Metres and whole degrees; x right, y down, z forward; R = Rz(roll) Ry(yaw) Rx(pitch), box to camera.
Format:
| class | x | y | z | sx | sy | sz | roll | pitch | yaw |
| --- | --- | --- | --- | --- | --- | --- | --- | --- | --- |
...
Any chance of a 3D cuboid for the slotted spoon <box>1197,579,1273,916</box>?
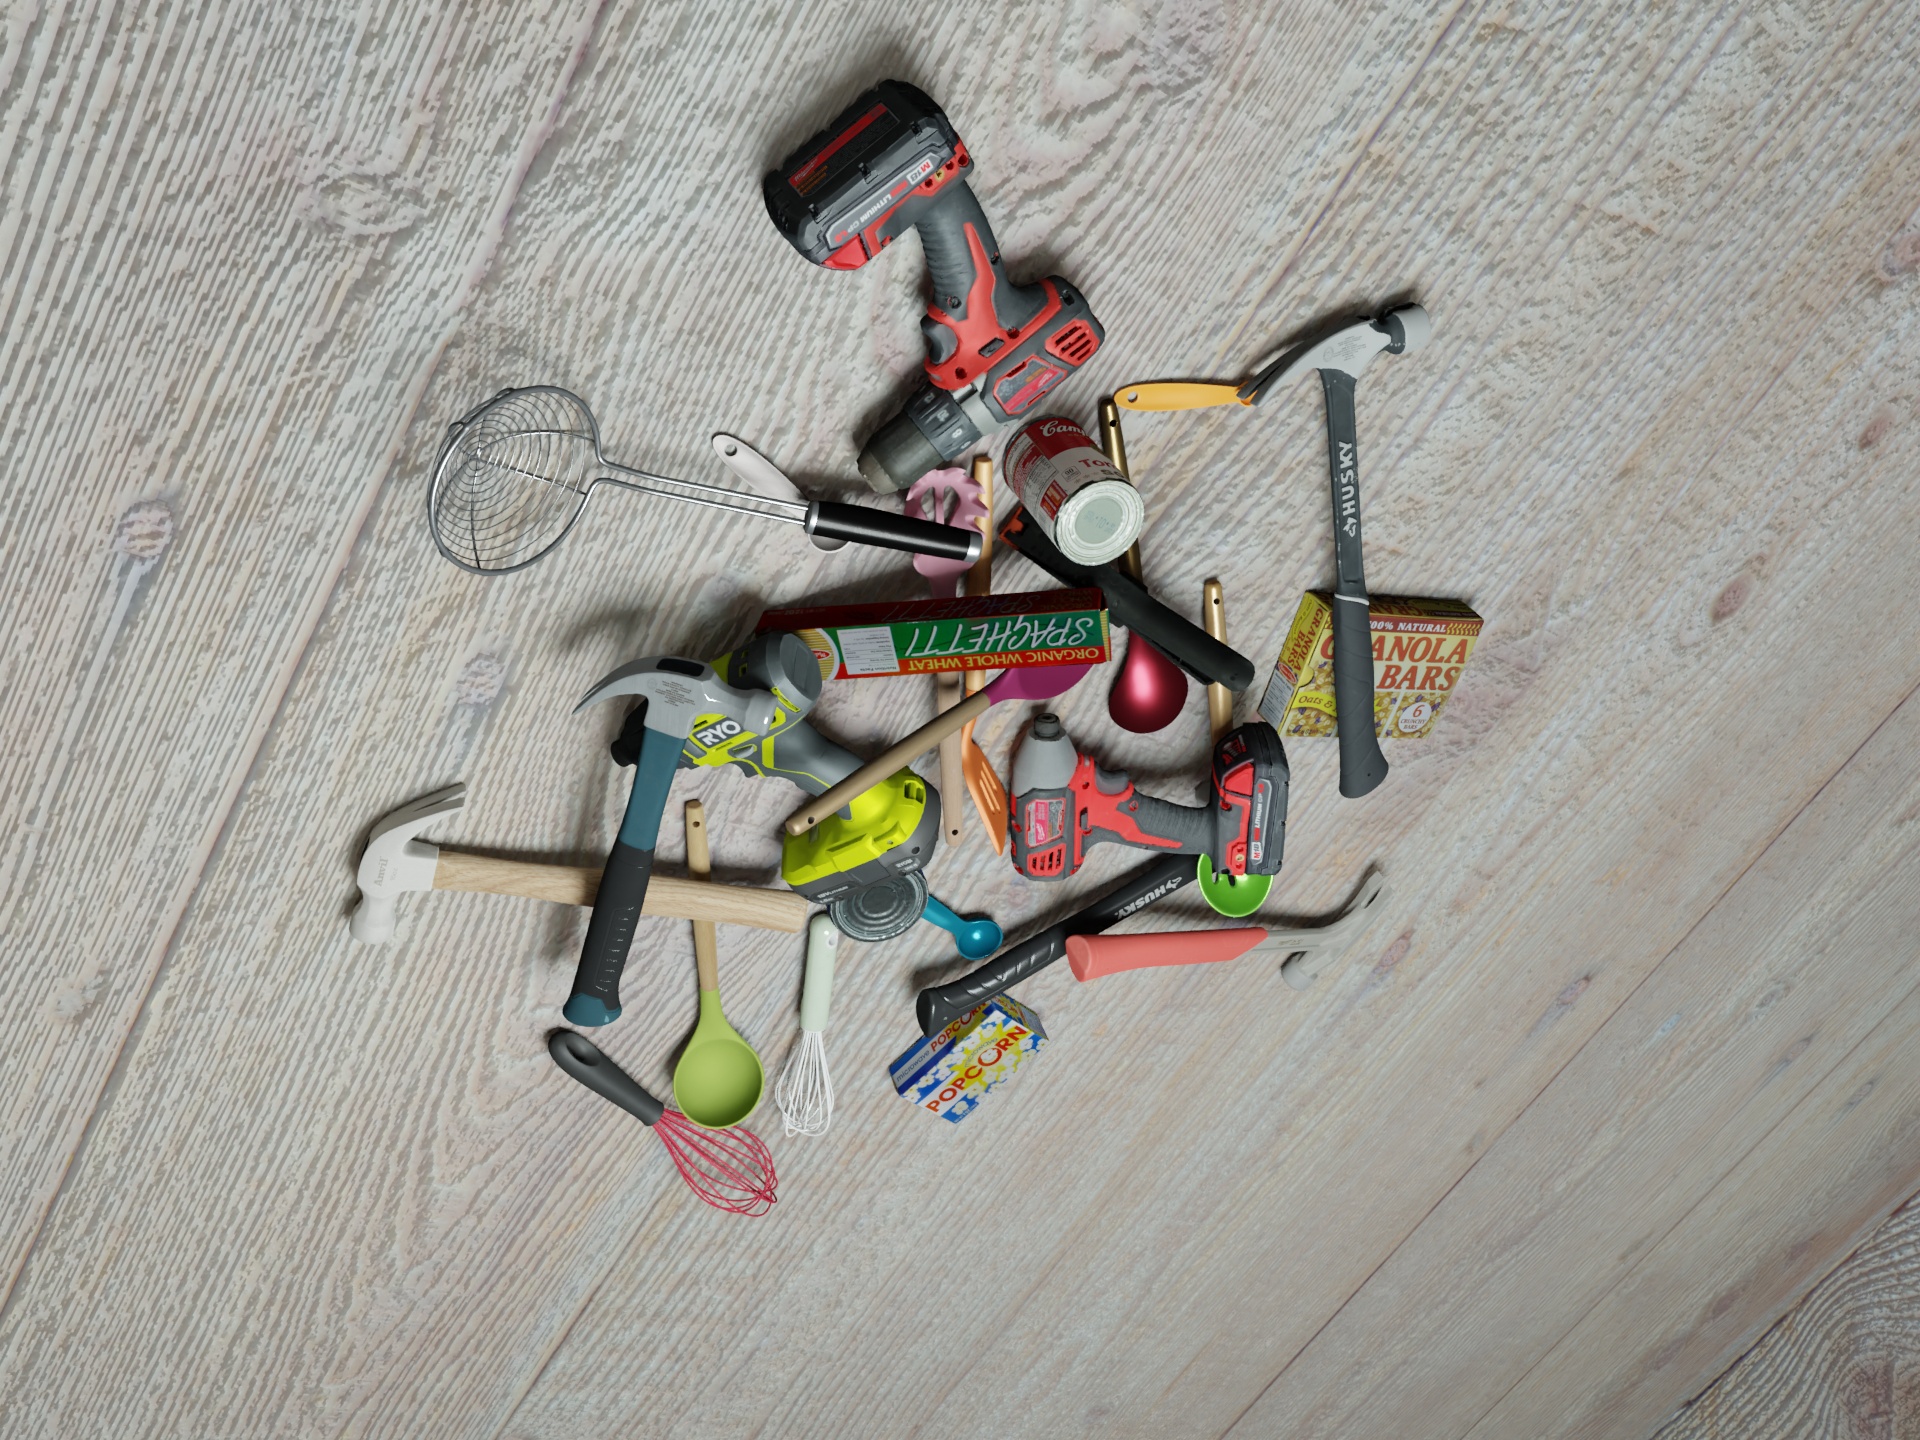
| class | x | y | z | sx | sy | sz | roll | pitch | yaw |
| --- | --- | --- | --- | --- | --- | --- | --- | --- | --- |
| slotted spoon | 0.222 | 0.027 | 1.332 | 0.070 | 0.031 | 0.313 | -13 | 118 | -8 |

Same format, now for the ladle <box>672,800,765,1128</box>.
| class | x | y | z | sx | sy | sz | roll | pitch | yaw |
| --- | --- | --- | --- | --- | --- | --- | --- | --- | --- |
| ladle | -0.204 | 0.204 | 1.290 | 0.078 | 0.062 | 0.320 | -7 | 125 | -14 |

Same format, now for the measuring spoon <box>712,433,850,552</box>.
| class | x | y | z | sx | sy | sz | roll | pitch | yaw |
| --- | --- | --- | --- | --- | --- | --- | --- | --- | --- |
| measuring spoon | -0.122 | -0.158 | 1.085 | 0.034 | 0.018 | 0.124 | -45 | 123 | 12 |

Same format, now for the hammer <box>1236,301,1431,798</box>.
| class | x | y | z | sx | sy | sz | roll | pitch | yaw |
| --- | --- | --- | --- | --- | --- | --- | --- | --- | --- |
| hammer | 0.302 | -0.111 | 1.248 | 0.149 | 0.036 | 0.408 | -20 | 122 | -14 |

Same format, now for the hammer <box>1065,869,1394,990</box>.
| class | x | y | z | sx | sy | sz | roll | pitch | yaw |
| --- | --- | --- | --- | --- | --- | --- | --- | --- | --- |
| hammer | 0.241 | 0.198 | 1.441 | 0.358 | 0.037 | 0.149 | 4 | 132 | -39 |

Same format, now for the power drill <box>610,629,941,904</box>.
| class | x | y | z | sx | sy | sz | roll | pitch | yaw |
| --- | --- | --- | --- | --- | --- | --- | --- | --- | --- |
| power drill | -0.132 | 0.040 | 1.172 | 0.171 | 0.080 | 0.223 | -24 | 132 | 25 |

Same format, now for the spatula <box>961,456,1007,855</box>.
| class | x | y | z | sx | sy | sz | roll | pitch | yaw |
| --- | --- | --- | --- | --- | --- | --- | --- | --- | --- |
| spatula | 0.021 | -0.047 | 1.207 | 0.041 | 0.081 | 0.322 | 4 | 121 | 3 |

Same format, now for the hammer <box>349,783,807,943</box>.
| class | x | y | z | sx | sy | sz | roll | pitch | yaw |
| --- | --- | --- | --- | --- | --- | --- | --- | --- | --- |
| hammer | -0.275 | 0.123 | 1.191 | 0.331 | 0.031 | 0.130 | 10 | 118 | -22 |

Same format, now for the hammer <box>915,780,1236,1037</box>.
| class | x | y | z | sx | sy | sz | roll | pitch | yaw |
| --- | --- | --- | --- | --- | --- | --- | --- | --- | --- |
| hammer | 0.109 | 0.185 | 1.405 | 0.335 | 0.035 | 0.146 | -29 | 131 | -10 |

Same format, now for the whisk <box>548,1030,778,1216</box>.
| class | x | y | z | sx | sy | sz | roll | pitch | yaw |
| --- | --- | --- | --- | --- | --- | --- | --- | --- | --- |
| whisk | -0.253 | 0.349 | 1.377 | 0.073 | 0.073 | 0.295 | -37 | 126 | 5 |

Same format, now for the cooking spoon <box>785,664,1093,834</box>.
| class | x | y | z | sx | sy | sz | roll | pitch | yaw |
| --- | --- | --- | --- | --- | --- | --- | --- | --- | --- |
| cooking spoon | -0.002 | -0.004 | 1.158 | 0.319 | 0.017 | 0.068 | -34 | 125 | -31 |

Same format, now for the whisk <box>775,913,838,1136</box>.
| class | x | y | z | sx | sy | sz | roll | pitch | yaw |
| --- | --- | --- | --- | --- | --- | --- | --- | --- | --- |
| whisk | -0.129 | 0.268 | 1.381 | 0.058 | 0.059 | 0.246 | -33 | 140 | -50 |

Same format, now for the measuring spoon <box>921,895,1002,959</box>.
| class | x | y | z | sx | sy | sz | roll | pitch | yaw |
| --- | --- | --- | --- | --- | --- | --- | --- | --- | --- |
| measuring spoon | -0.016 | 0.165 | 1.373 | 0.128 | 0.021 | 0.042 | 36 | 104 | -29 |

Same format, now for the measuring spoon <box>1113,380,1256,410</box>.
| class | x | y | z | sx | sy | sz | roll | pitch | yaw |
| --- | --- | --- | --- | --- | --- | --- | --- | --- | --- |
| measuring spoon | 0.164 | -0.237 | 1.154 | 0.117 | 0.011 | 0.021 | -5 | 122 | -16 |

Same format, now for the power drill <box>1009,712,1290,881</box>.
| class | x | y | z | sx | sy | sz | roll | pitch | yaw |
| --- | --- | --- | --- | --- | --- | --- | --- | --- | --- |
| power drill | 0.149 | 0.060 | 1.291 | 0.219 | 0.079 | 0.143 | -1 | 117 | 2 |

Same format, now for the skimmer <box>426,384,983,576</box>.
| class | x | y | z | sx | sy | sz | roll | pitch | yaw |
| --- | --- | --- | --- | --- | --- | --- | --- | --- | --- |
| skimmer | -0.150 | -0.129 | 1.020 | 0.363 | 0.090 | 0.127 | 9 | 119 | -20 |

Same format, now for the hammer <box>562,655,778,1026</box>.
| class | x | y | z | sx | sy | sz | roll | pitch | yaw |
| --- | --- | --- | --- | --- | --- | --- | --- | --- | --- |
| hammer | -0.231 | 0.096 | 1.129 | 0.128 | 0.033 | 0.330 | 20 | 121 | -2 |

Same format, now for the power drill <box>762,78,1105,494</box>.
| class | x | y | z | sx | sy | sz | roll | pitch | yaw |
| --- | --- | --- | --- | --- | --- | --- | --- | --- | --- |
| power drill | -0.030 | -0.261 | 1.008 | 0.188 | 0.080 | 0.226 | -38 | 134 | 7 |

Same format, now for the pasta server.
| class | x | y | z | sx | sy | sz | roll | pitch | yaw |
| --- | --- | --- | --- | --- | --- | --- | --- | --- | --- |
| pasta server | -0.009 | -0.040 | 1.176 | 0.060 | 0.040 | 0.316 | -6 | 118 | -8 |

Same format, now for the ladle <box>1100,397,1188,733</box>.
| class | x | y | z | sx | sy | sz | roll | pitch | yaw |
| --- | --- | --- | --- | --- | --- | --- | --- | --- | --- |
| ladle | 0.134 | -0.106 | 1.227 | 0.069 | 0.031 | 0.315 | -17 | 128 | -5 |
